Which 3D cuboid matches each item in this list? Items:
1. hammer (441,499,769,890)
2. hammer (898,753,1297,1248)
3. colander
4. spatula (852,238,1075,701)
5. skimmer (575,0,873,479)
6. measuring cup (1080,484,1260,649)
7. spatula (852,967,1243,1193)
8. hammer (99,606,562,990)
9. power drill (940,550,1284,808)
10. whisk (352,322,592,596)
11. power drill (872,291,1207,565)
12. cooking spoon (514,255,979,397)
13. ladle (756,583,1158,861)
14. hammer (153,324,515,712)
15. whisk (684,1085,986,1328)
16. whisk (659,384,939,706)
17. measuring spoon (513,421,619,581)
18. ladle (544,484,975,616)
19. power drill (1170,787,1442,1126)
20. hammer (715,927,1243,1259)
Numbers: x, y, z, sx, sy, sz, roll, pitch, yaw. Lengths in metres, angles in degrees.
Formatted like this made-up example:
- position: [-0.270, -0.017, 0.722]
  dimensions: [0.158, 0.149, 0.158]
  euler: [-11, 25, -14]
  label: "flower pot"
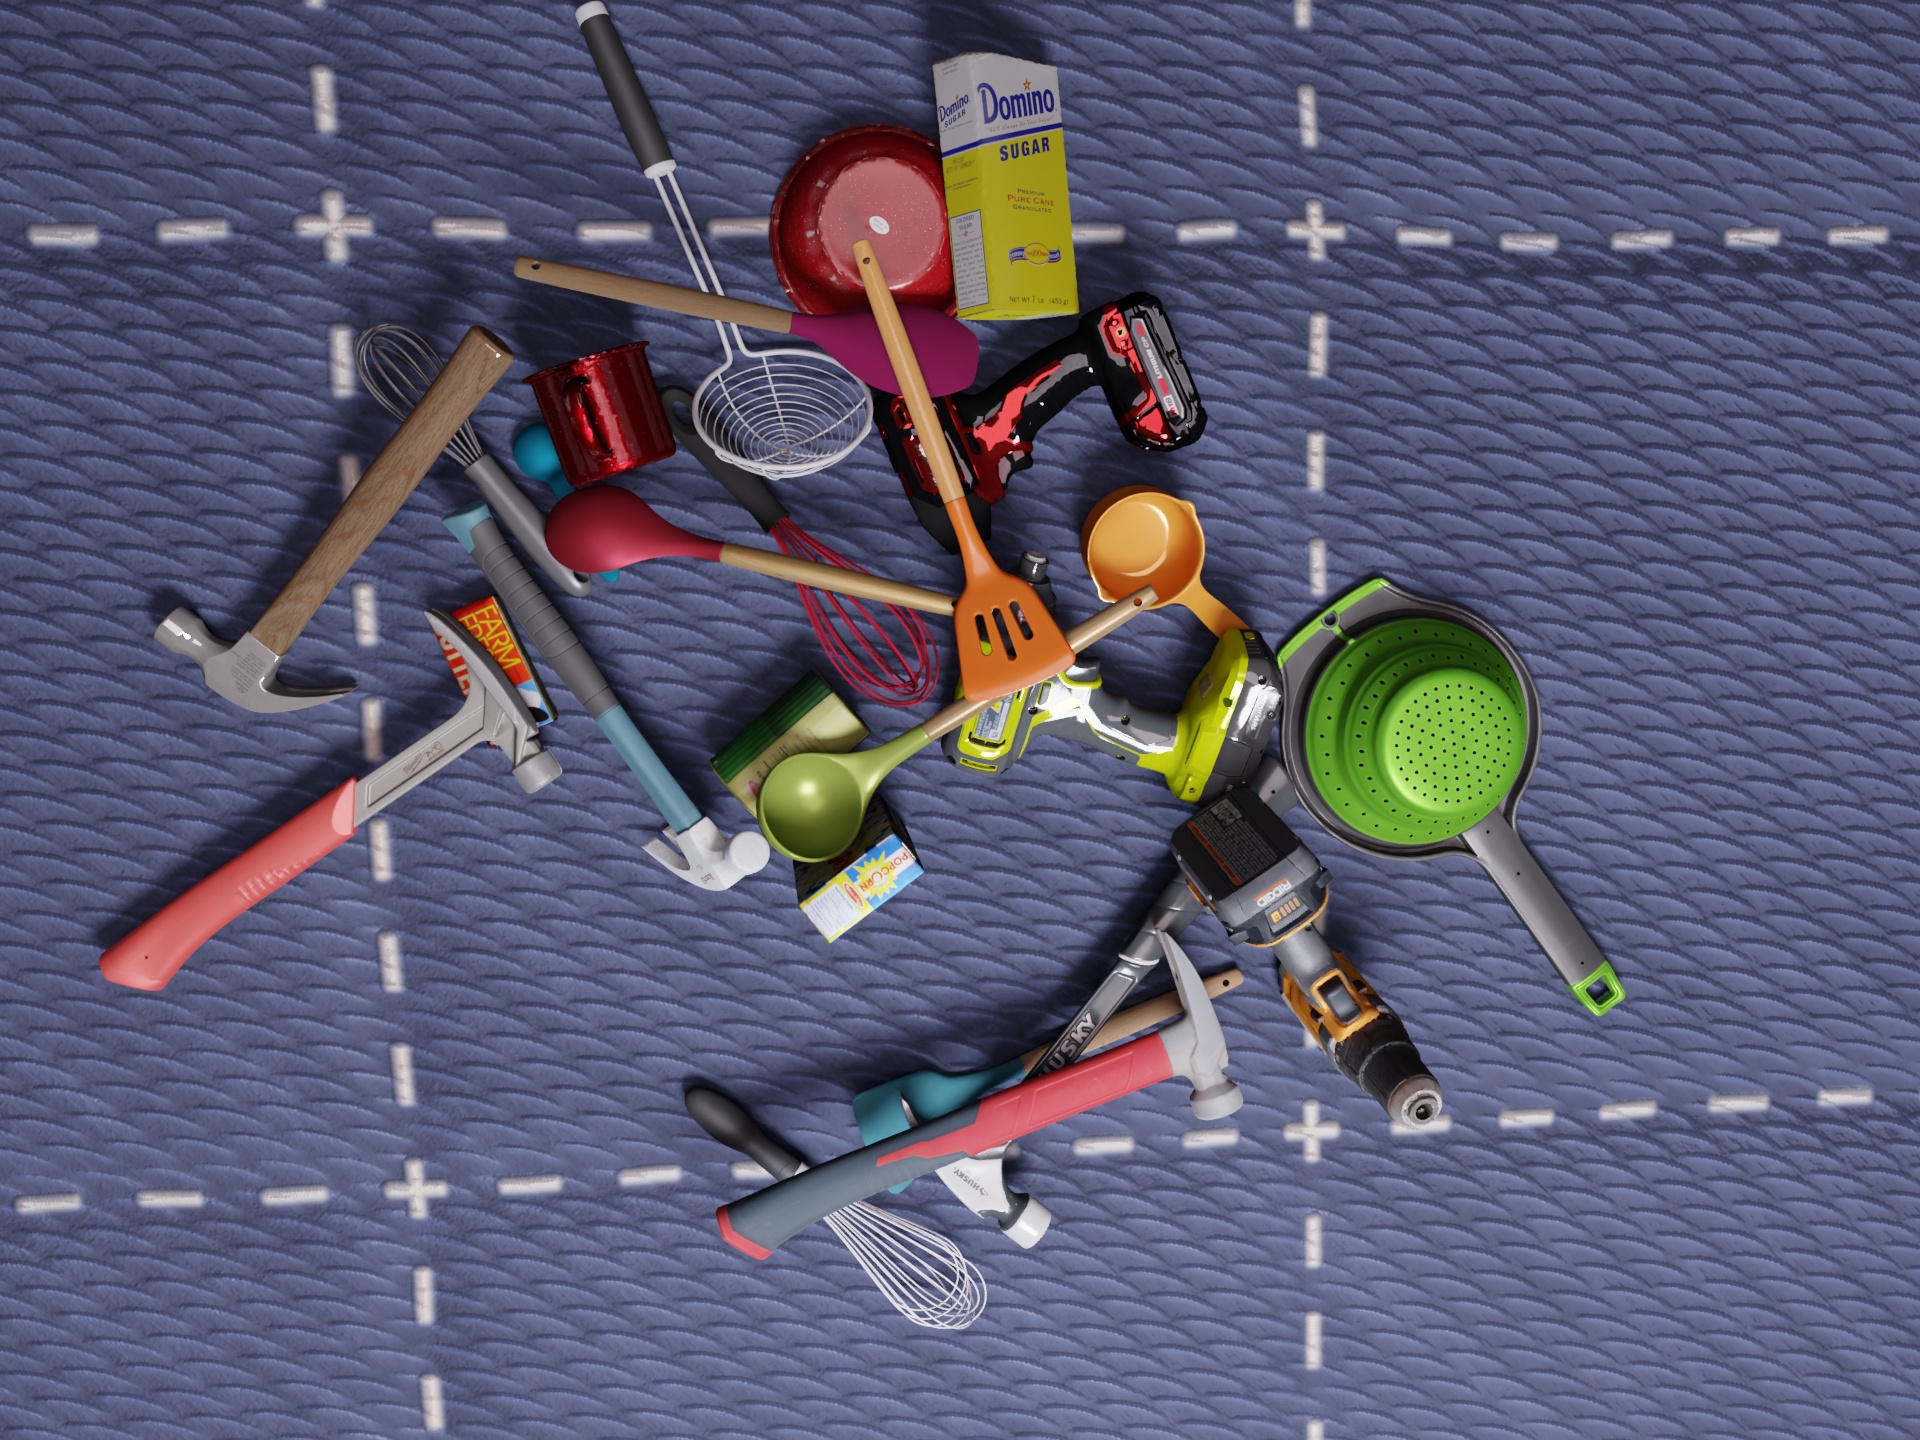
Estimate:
- position: [-0.259, -0.018, 1.132]
  dimensions: [0.033, 0.128, 0.331]
  euler: [-37, 94, -31]
  label: "hammer"
- position: [0.118, 0.192, 1.204]
  dimensions: [0.149, 0.036, 0.409]
  euler: [39, 85, -6]
  label: "hammer"
- position: [0.402, 0.076, 1.207]
  dimensions: [0.204, 0.094, 0.397]
  euler: [-38, 98, 0]
  label: "colander"
- position: [-0.012, -0.174, 1.085]
  dimensions: [0.081, 0.041, 0.322]
  euler: [-20, 95, 5]
  label: "spatula"
- position: [-0.178, -0.339, 1.114]
  dimensions: [0.127, 0.090, 0.363]
  euler: [-26, 97, -21]
  label: "skimmer"
- position: [0.163, -0.105, 1.191]
  dimensions: [0.173, 0.052, 0.095]
  euler: [40, 100, -20]
  label: "measuring cup"
- position: [0.074, 0.261, 1.225]
  dimensions: [0.317, 0.044, 0.082]
  euler: [-23, 94, -3]
  label: "spatula"
- position: [-0.473, 0.074, 1.147]
  dimensions: [0.359, 0.037, 0.149]
  euler: [-34, 98, 4]
  label: "hammer"
- position: [0.112, -0.025, 1.161]
  dimensions: [0.223, 0.080, 0.171]
  euler: [13, 118, -6]
  label: "power drill"
- position: [-0.345, -0.185, 1.142]
  dimensions: [0.055, 0.055, 0.239]
  euler: [-38, 103, 0]
  label: "whisk"
- position: [0.059, -0.211, 1.158]
  dimensions: [0.219, 0.078, 0.143]
  euler: [-23, 96, 1]
  label: "power drill"
- position: [-0.141, -0.277, 1.086]
  dimensions: [0.318, 0.017, 0.069]
  euler: [9, 80, -11]
  label: "cooking spoon"
- position: [-0.002, -0.004, 1.102]
  dimensions: [0.320, 0.062, 0.078]
  euler: [-32, 97, 8]
  label: "ladle"
- position: [-0.421, -0.137, 1.116]
  dimensions: [0.130, 0.031, 0.331]
  euler: [40, 104, -11]
  label: "hammer"
- position: [-0.097, 0.371, 1.219]
  dimensions: [0.284, 0.070, 0.070]
  euler: [39, 92, -4]
  label: "whisk"
- position: [-0.121, -0.129, 1.161]
  dimensions: [0.073, 0.073, 0.296]
  euler: [-40, 92, 0]
  label: "whisk"
- position: [-0.284, -0.158, 1.158]
  dimensions: [0.042, 0.021, 0.128]
  euler: [-29, 97, -1]
  label: "measuring spoon"
- position: [-0.143, -0.111, 1.123]
  dimensions: [0.315, 0.031, 0.069]
  euler: [13, 75, 2]
  label: "ladle"
- position: [0.253, 0.175, 1.132]
  dimensions: [0.084, 0.185, 0.226]
  euler: [-35, 117, 2]
  label: "power drill"
- position: [0.005, 0.280, 1.151]
  dimensions: [0.386, 0.038, 0.143]
  euler: [-20, 90, -8]
  label: "hammer"
